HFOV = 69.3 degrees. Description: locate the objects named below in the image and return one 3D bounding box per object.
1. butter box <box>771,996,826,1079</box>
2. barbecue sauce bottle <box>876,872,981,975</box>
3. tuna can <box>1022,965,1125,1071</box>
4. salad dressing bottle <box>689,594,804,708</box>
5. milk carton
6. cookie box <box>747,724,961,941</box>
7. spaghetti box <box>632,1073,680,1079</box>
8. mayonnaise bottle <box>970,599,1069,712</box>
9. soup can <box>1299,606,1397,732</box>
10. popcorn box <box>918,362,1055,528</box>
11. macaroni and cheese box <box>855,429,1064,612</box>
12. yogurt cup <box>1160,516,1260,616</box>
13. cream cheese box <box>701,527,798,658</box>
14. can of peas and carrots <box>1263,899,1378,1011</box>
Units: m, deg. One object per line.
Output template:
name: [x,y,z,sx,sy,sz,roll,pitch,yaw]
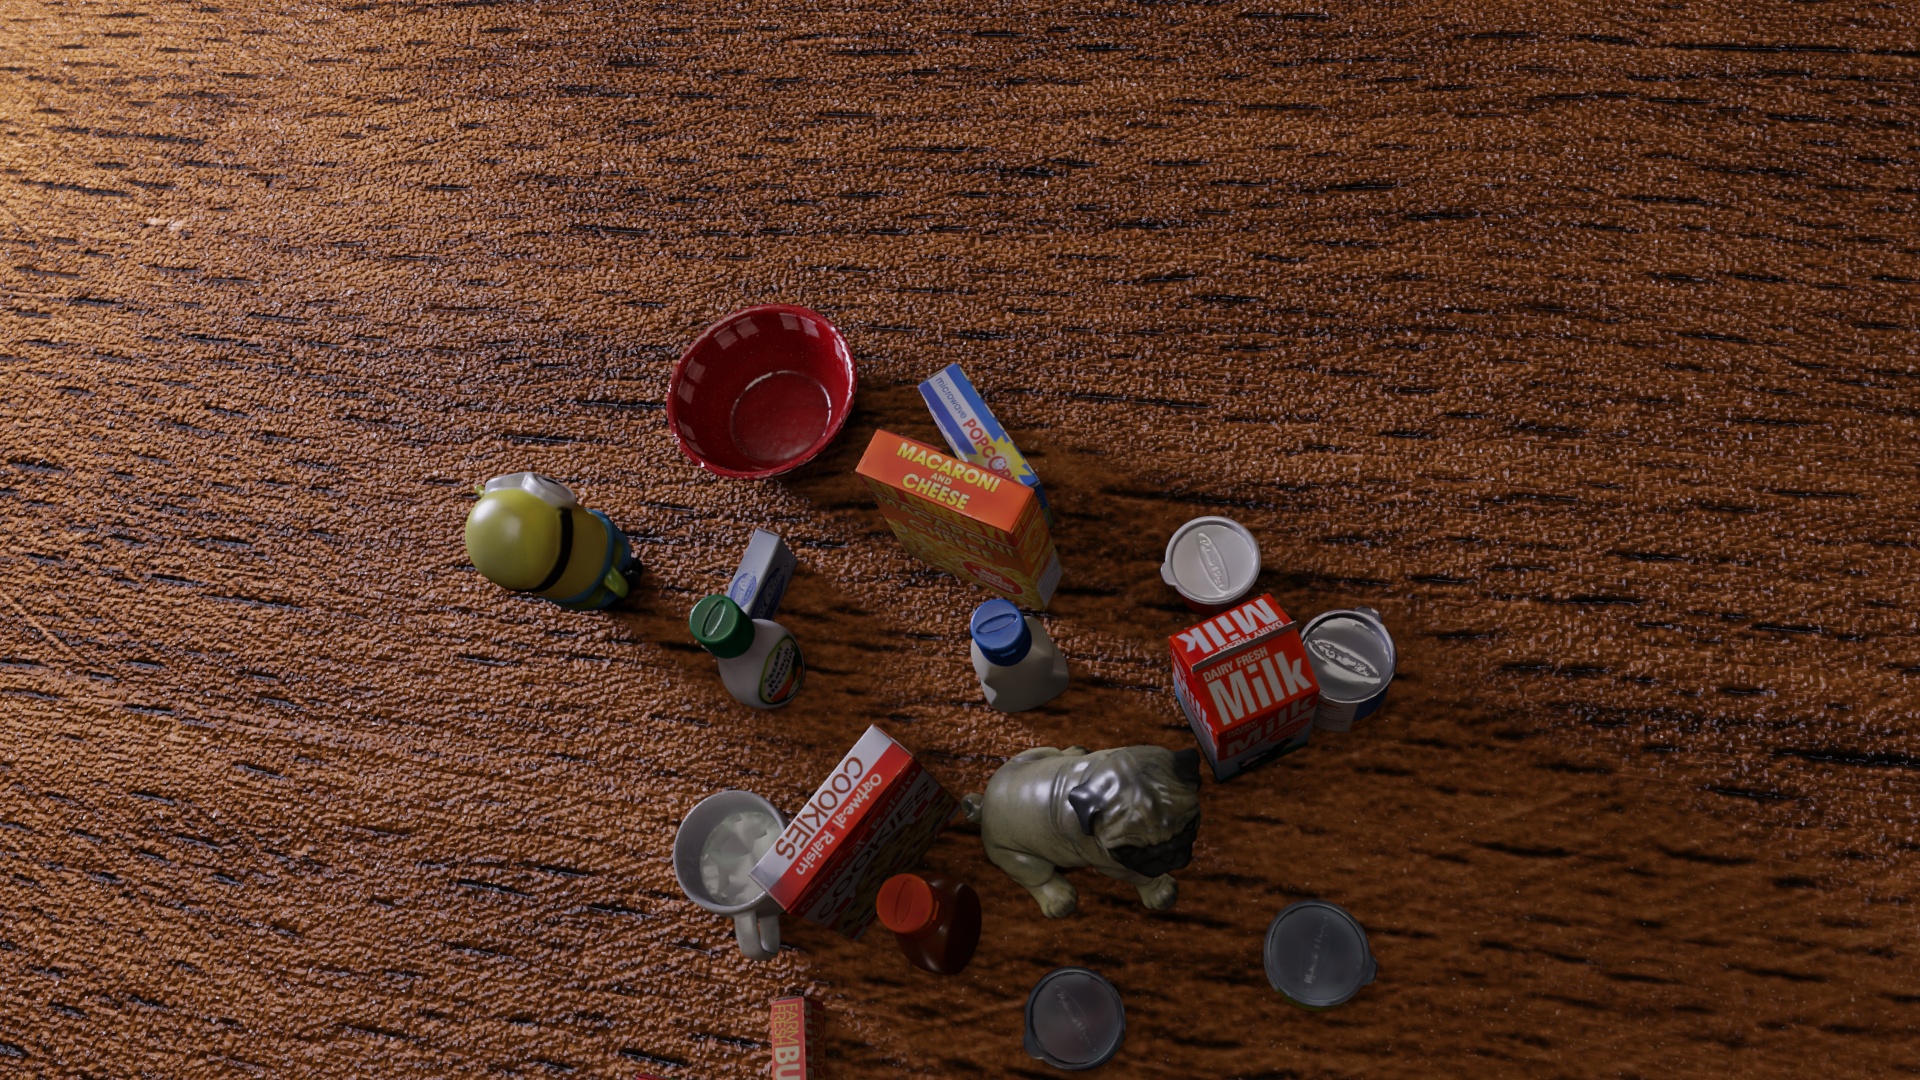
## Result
butter box: [-0.108,0.365,0.940,0.024,0.053,0.104,-9,67,8]
barbecue sauce bottle: [-0.020,0.249,0.919,0.044,0.148,0.065,9,70,15]
tuna can: [0.076,0.323,0.932,0.071,0.032,0.071,-4,67,10]
salad dressing bottle: [-0.156,0.080,1.016,0.044,0.147,0.064,19,73,18]
milk carton: [0.187,0.096,0.918,0.072,0.190,0.073,-25,66,1]
cookie box: [-0.065,0.202,0.937,0.040,0.167,0.123,35,79,22]
spaghetti box: [-0.224,0.486,0.915,0.029,0.050,0.251,5,69,13]
mayonnaise bottle: [0.038,0.081,0.977,0.065,0.147,0.041,-21,66,2]
soup can: [0.266,0.090,0.963,0.071,0.083,0.071,-4,67,10]
popcorn box: [0.020,-0.066,1.076,0.038,0.085,0.127,-32,66,-2]
macaroni and cheese box: [0.004,-0.013,1.013,0.124,0.166,0.040,22,74,19]
yogurt cup: [0.186,0.022,1.024,0.072,0.053,0.072,-4,67,10]
cream cheese box: [-0.162,0.048,1.082,0.024,0.053,0.104,17,72,17]
can of peas and carrots: [0.234,0.273,0.908,0.071,0.058,0.071,-4,67,10]
